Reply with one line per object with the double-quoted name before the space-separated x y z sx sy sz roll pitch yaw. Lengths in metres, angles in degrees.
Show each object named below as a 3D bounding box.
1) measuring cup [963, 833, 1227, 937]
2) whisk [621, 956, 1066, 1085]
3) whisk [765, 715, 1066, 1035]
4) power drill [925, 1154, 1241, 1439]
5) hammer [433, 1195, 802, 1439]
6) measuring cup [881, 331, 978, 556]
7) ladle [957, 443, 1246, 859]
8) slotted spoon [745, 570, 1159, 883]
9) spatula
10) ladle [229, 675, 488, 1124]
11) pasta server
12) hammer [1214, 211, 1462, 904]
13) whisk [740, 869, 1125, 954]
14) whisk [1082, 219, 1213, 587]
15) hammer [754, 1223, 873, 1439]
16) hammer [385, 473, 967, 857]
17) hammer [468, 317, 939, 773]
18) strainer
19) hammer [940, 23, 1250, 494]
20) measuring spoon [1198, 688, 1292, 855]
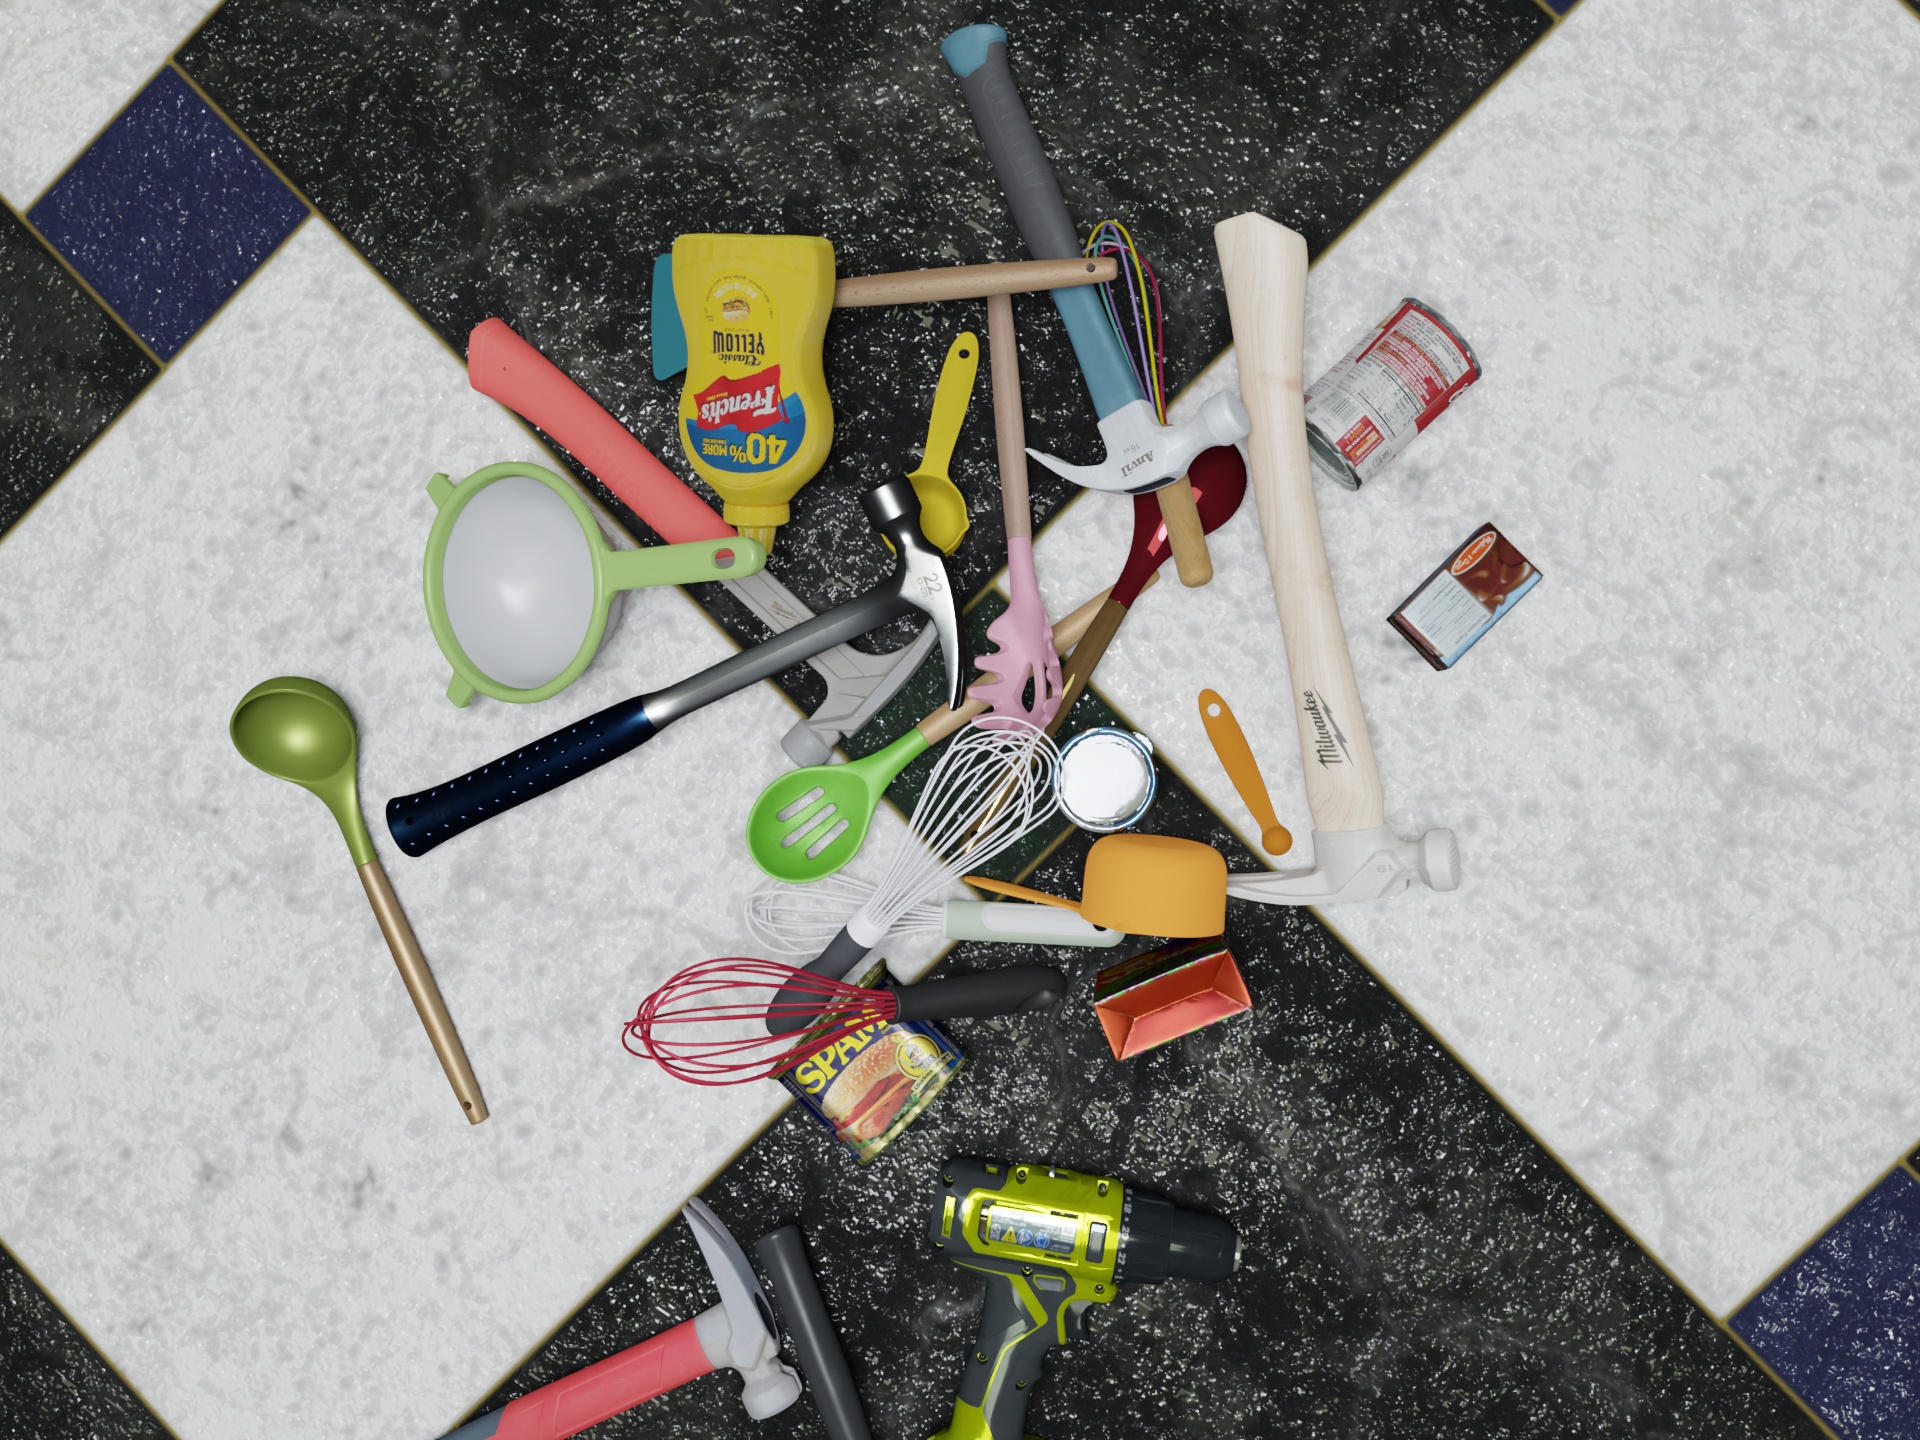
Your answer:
"measuring cup" 0.081 0.092 0.984 0.174 0.095 0.052 9 95 27
"whisk" -0.058 0.170 0.941 0.295 0.073 0.073 0 90 -33
"whisk" -0.036 0.103 0.950 0.070 0.070 0.284 42 117 4
"power drill" 0.066 0.395 0.989 0.190 0.080 0.228 9 88 5
"hammer" -0.304 0.454 1.040 0.386 0.038 0.143 -26 87 4
"measuring cup" -0.012 -0.175 1.026 0.062 0.029 0.156 13 79 5
"ladle" 0.083 -0.051 0.988 0.069 0.031 0.315 30 85 11
"slotted spoon" -0.002 -0.003 1.009 0.314 0.031 0.070 -36 86 -2
"spatula" -0.058 -0.264 0.984 0.317 0.044 0.082 0 89 17
"ladle" -0.384 0.120 1.039 0.078 0.062 0.320 -23 91 12
"pasta server" 0.030 -0.139 0.986 0.060 0.040 0.316 -13 75 36
"hammer" 0.194 -0.091 0.952 0.146 0.038 0.410 -8 97 25
"whisk" -0.017 0.125 1.013 0.246 0.059 0.058 3 63 1
"whisk" 0.116 -0.197 0.983 0.047 0.051 0.245 -20 75 29
"hammer" -0.055 0.476 0.984 0.035 0.146 0.335 -20 80 -15
"hammer" -0.184 -0.004 1.003 0.405 0.035 0.144 -24 91 13
"hammer" -0.174 -0.138 1.030 0.359 0.036 0.149 43 93 3
"strainer" -0.219 -0.091 0.992 0.256 0.069 0.151 -3 93 27
"hammer" 0.061 -0.289 0.977 0.128 0.033 0.331 -28 74 30
"measuring spoon" 0.180 0.033 1.010 0.021 0.011 0.117 -26 88 4
